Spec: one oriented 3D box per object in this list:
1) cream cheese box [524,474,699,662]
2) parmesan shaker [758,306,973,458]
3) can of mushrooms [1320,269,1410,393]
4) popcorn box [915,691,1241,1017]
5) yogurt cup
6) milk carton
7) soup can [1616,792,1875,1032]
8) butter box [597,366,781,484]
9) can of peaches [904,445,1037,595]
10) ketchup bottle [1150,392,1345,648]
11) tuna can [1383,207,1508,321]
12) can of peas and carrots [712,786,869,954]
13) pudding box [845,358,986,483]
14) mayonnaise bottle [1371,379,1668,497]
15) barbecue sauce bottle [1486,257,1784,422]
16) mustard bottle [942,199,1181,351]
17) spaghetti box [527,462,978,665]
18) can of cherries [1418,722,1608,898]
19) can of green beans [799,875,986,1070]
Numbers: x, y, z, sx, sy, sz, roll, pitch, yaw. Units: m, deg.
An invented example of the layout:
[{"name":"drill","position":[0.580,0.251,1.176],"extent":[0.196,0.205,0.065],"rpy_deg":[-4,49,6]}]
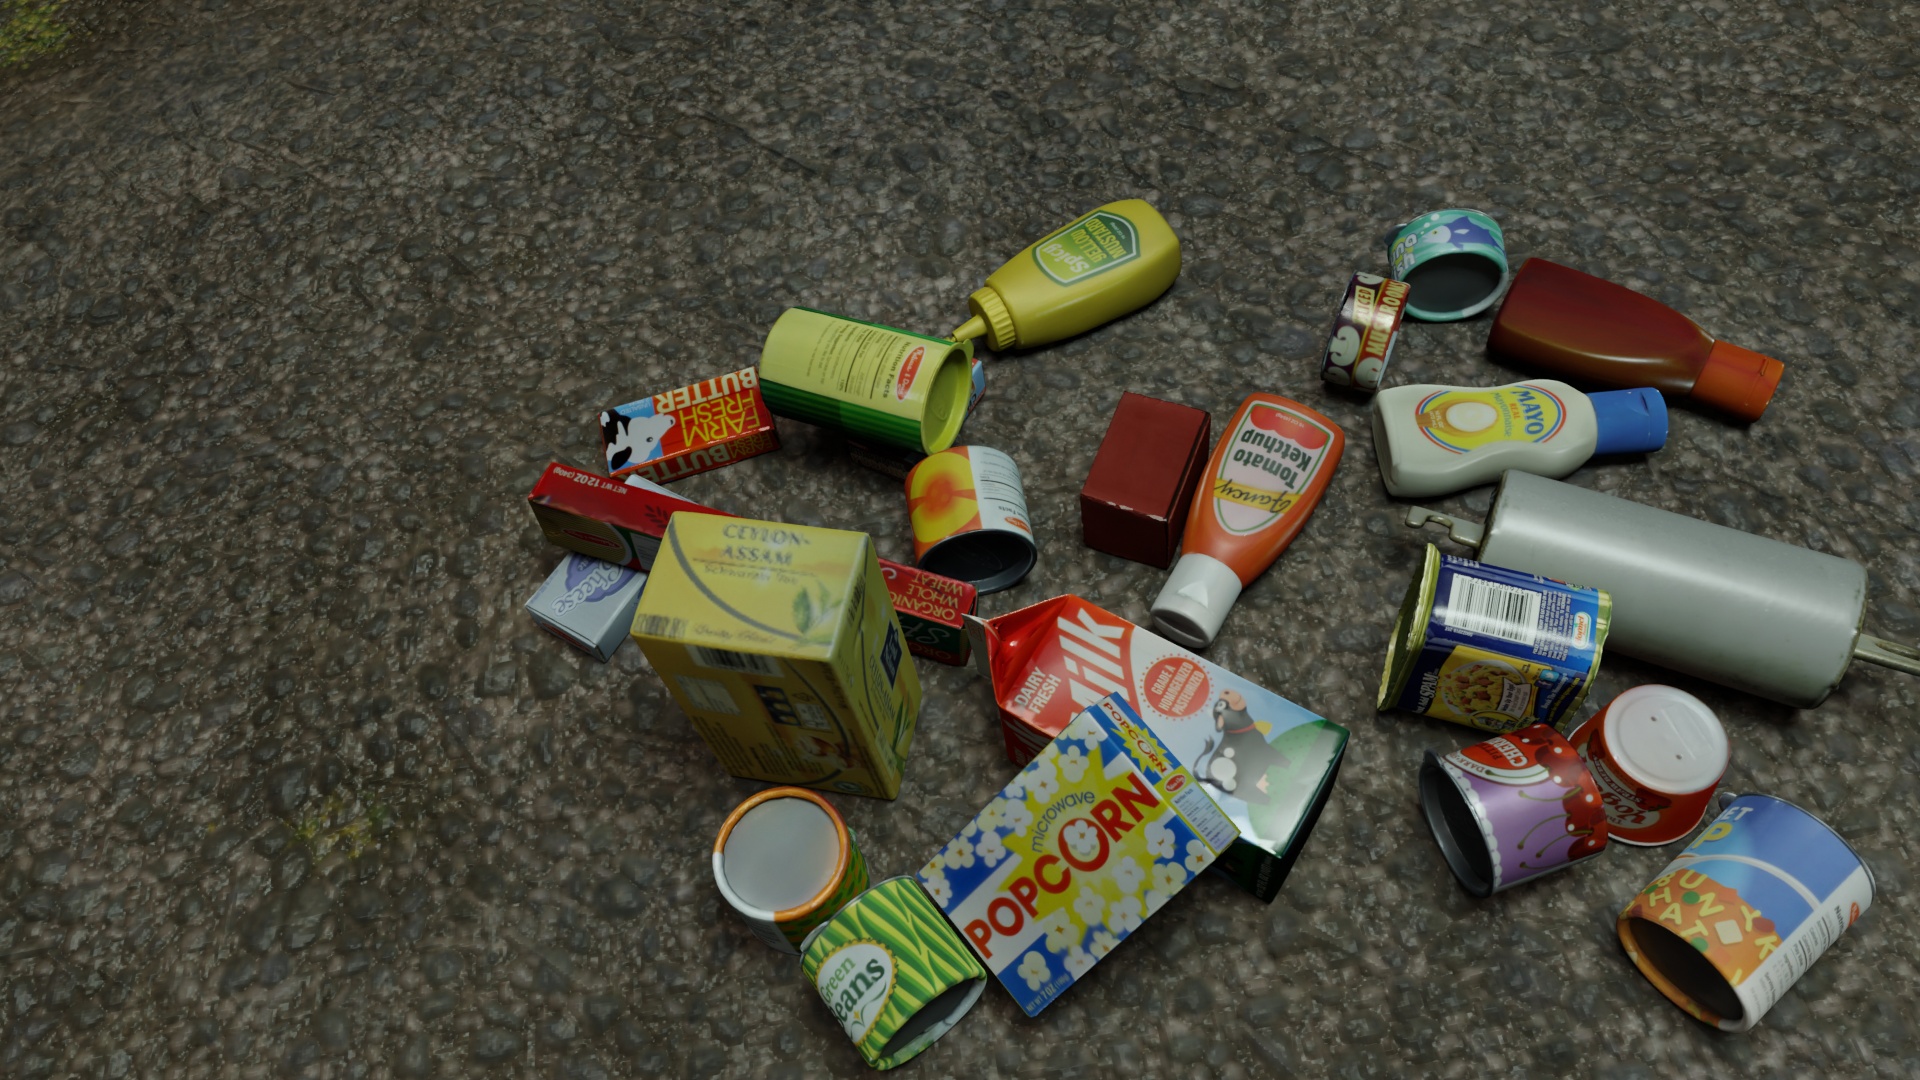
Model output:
[{"name":"cream cheese box","position":[-0.196,0.014,0.799],"extent":[0.053,0.024,0.104],"rpy_deg":[25,64,19]},{"name":"parmesan shaker","position":[-0.052,-0.093,0.786],"extent":[0.103,0.071,0.071],"rpy_deg":[16,62,19]},{"name":"can of mushrooms","position":[0.233,-0.121,0.800],"extent":[0.033,0.070,0.071],"rpy_deg":[19,63,17]},{"name":"popcorn box","position":[0.051,0.143,0.628],"extent":[0.085,0.038,0.126],"rpy_deg":[49,114,15]},{"name":"yogurt cup","position":[0.325,0.104,0.656],"extent":[0.072,0.053,0.073],"rpy_deg":[-3,58,5]},{"name":"milk carton","position":[0.085,0.092,0.685],"extent":[0.191,0.072,0.074],"rpy_deg":[26,65,22]},{"name":"soup can","position":[0.341,0.161,0.611],"extent":[0.084,0.071,0.071],"rpy_deg":[-36,61,-14]},{"name":"butter box","position":[-0.165,-0.067,0.846],"extent":[0.103,0.024,0.053],"rpy_deg":[-17,57,-3]},{"name":"can of peaches","position":[0.003,-0.010,0.764],"extent":[0.071,0.071,0.058],"rpy_deg":[-11,58,1]},{"name":"ketchup bottle","position":[0.152,-0.010,0.757],"extent":[0.065,0.043,0.149],"rpy_deg":[26,65,16]},{"name":"tuna can","position":[0.285,-0.162,0.820],"extent":[0.071,0.070,0.033],"rpy_deg":[0,59,8]},{"name":"can of peas and carrots","position":[-0.079,0.158,0.673],"extent":[0.071,0.058,0.071],"rpy_deg":[-3,58,5]},{"name":"pudding box","position":[-0.026,-0.077,0.830],"extent":[0.050,0.030,0.084],"rpy_deg":[24,64,20]},{"name":"mayonnaise bottle","position":[0.308,-0.060,0.769],"extent":[0.148,0.041,0.065],"rpy_deg":[-5,56,5]},{"name":"barbecue sauce bottle","position":[0.383,-0.110,0.790],"extent":[0.149,0.043,0.065],"rpy_deg":[25,65,21]},{"name":"mustard bottle","position":[0.057,-0.154,0.857],"extent":[0.160,0.048,0.065],"rpy_deg":[-28,57,-10]},{"name":"spaghetti box","position":[-0.110,0.013,0.754],"extent":[0.250,0.050,0.029],"rpy_deg":[16,61,7]},{"name":"can of cherries","position":[0.255,0.122,0.644],"extent":[0.058,0.071,0.072],"rpy_deg":[-18,58,-4]},{"name":"can of green beans","position":[-0.031,0.198,0.637],"extent":[0.071,0.071,0.058],"rpy_deg":[-36,61,-14]}]
